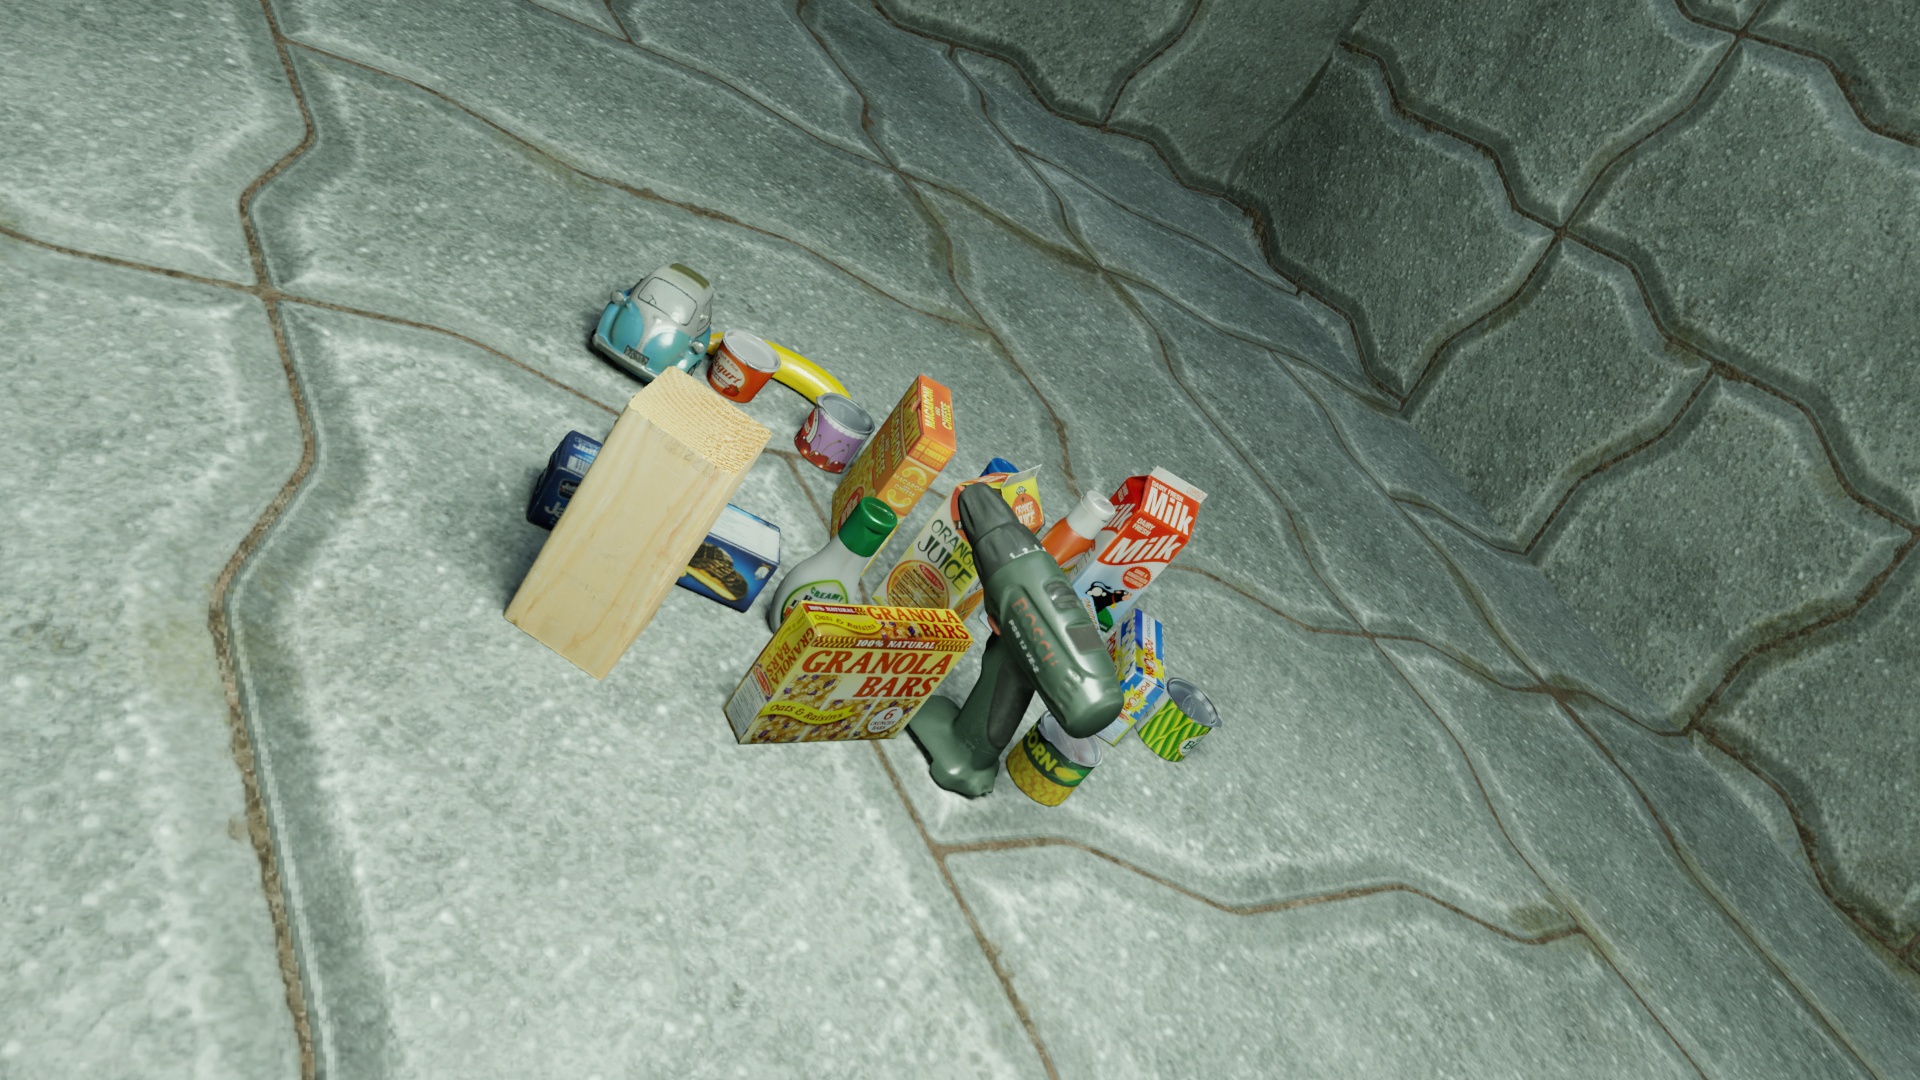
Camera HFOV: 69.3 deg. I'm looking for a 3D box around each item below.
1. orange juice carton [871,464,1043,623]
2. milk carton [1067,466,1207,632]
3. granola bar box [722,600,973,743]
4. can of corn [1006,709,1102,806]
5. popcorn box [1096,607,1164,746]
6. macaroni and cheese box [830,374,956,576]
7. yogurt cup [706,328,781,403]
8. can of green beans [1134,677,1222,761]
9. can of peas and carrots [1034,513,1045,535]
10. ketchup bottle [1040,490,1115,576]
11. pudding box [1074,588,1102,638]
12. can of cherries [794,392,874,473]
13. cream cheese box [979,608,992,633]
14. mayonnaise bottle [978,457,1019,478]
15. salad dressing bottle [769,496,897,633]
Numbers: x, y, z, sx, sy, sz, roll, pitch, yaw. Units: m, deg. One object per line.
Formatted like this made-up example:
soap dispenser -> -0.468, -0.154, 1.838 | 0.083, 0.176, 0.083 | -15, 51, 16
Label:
orange juice carton -> 0.007, 0.004, 1.299 | 0.073, 0.192, 0.072 | 45, 27, 14
milk carton -> 0.185, 0.002, 1.522 | 0.072, 0.189, 0.074 | 27, 28, -20
granola bar box -> -0.087, 0.105, 1.097 | 0.166, 0.123, 0.039 | 7, 40, -46
can of corn -> 0.081, 0.193, 1.237 | 0.071, 0.058, 0.071 | 29, 27, -17
popcorn box -> 0.167, 0.136, 1.404 | 0.038, 0.085, 0.127 | 33, 27, -10
macaroni and cheese box -> -0.068, -0.064, 1.345 | 0.040, 0.165, 0.124 | 27, 28, -20
yogurt cup -> -0.231, -0.182, 1.461 | 0.072, 0.053, 0.073 | 29, 27, -17
can of green beans -> 0.221, 0.184, 1.424 | 0.071, 0.057, 0.071 | 29, 27, -17
can of peas and carrots -> 0.049, -0.017, 1.536 | 0.071, 0.058, 0.071 | 29, 27, -17
ketchup bottle -> 0.103, 0.012, 1.453 | 0.043, 0.148, 0.065 | 48, 28, 21
pudding box -> 0.119, 0.094, 1.452 | 0.030, 0.049, 0.084 | 26, 28, -22
can of cherries -> -0.135, -0.114, 1.465 | 0.071, 0.058, 0.072 | 29, 27, -17
cream cheese box -> 0.069, 0.094, 1.386 | 0.104, 0.053, 0.024 | 49, 28, 22
mayonnaise bottle -> 0.005, -0.017, 1.380 | 0.041, 0.147, 0.065 | 16, 33, -37
salad dressing bottle -> -0.107, 0.027, 1.172 | 0.064, 0.147, 0.044 | 26, 28, -22
